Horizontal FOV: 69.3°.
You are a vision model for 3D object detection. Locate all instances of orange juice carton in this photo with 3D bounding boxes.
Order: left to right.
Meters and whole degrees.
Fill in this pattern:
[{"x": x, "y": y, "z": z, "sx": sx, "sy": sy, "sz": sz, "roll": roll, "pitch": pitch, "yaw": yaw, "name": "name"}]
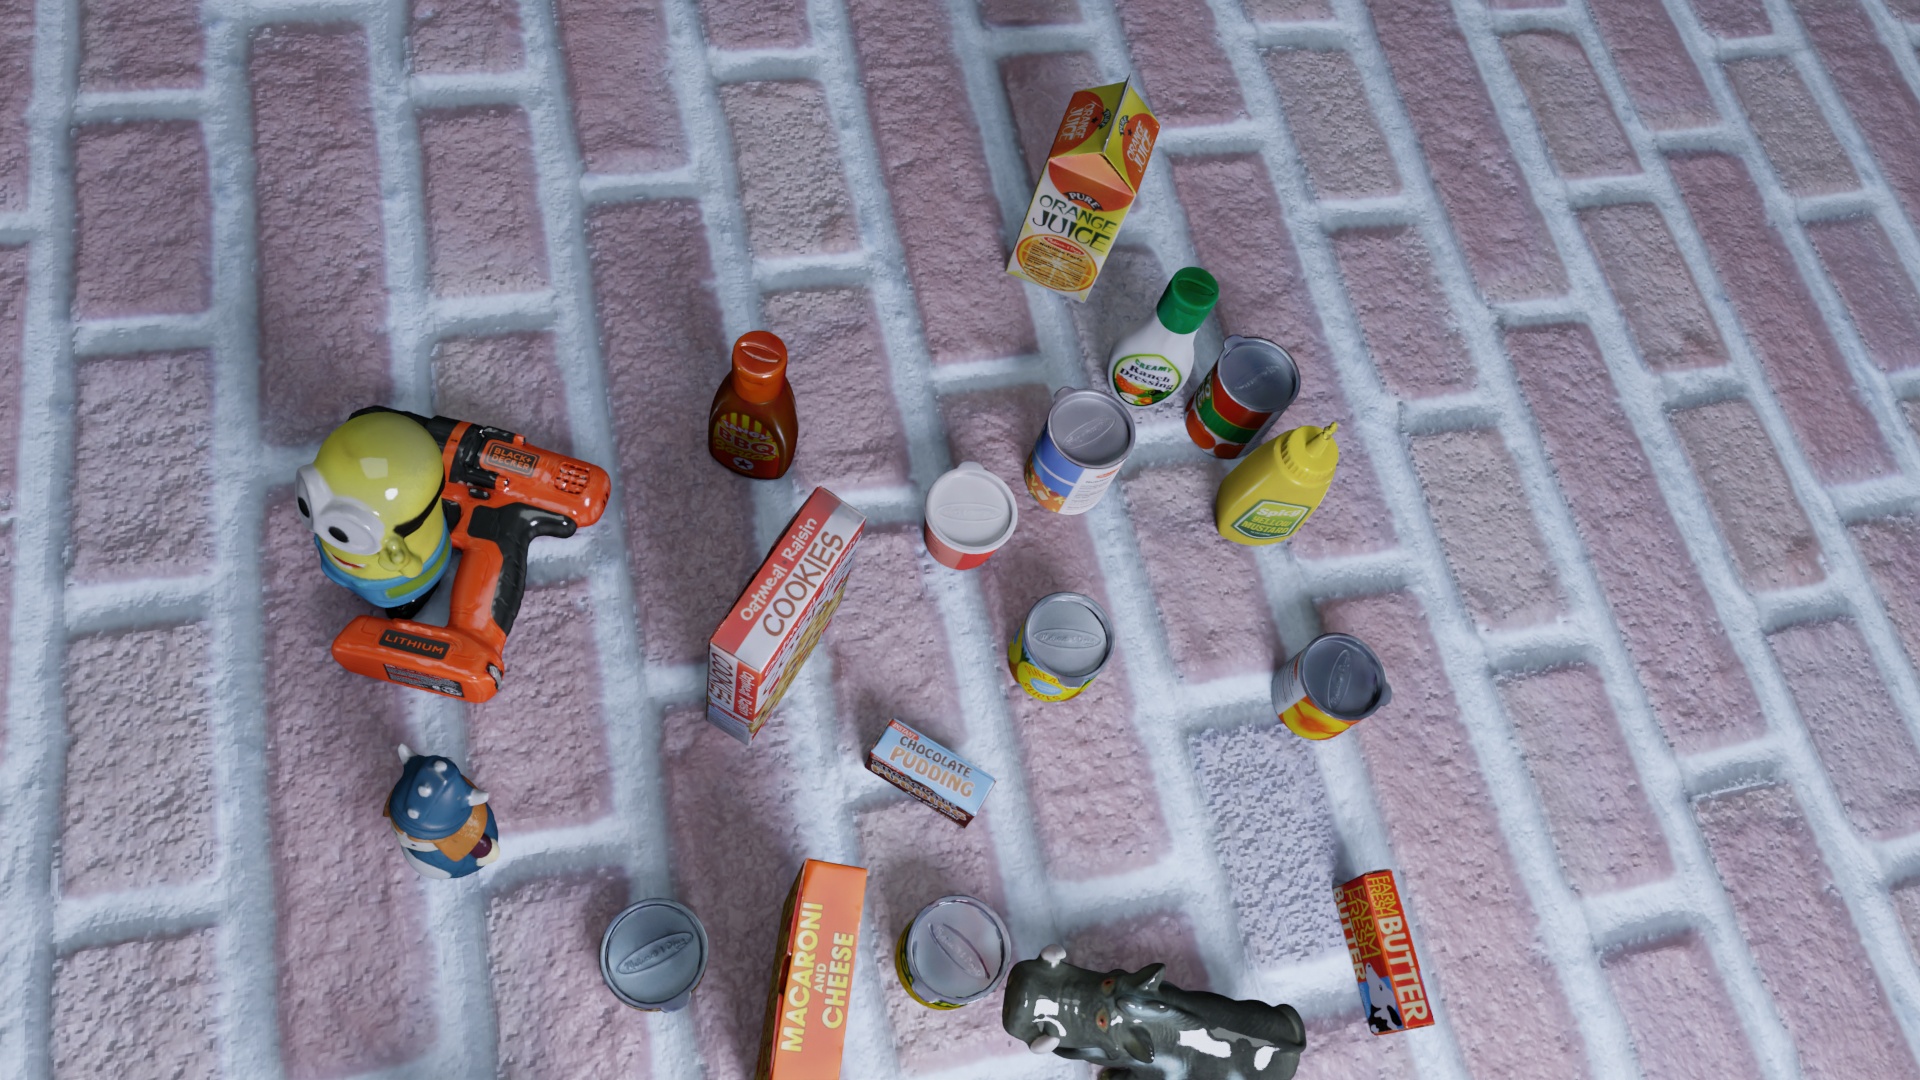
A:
[{"x": 0.097, "y": -0.274, "z": 1.077, "sx": 0.073, "sy": 0.191, "sz": 0.072, "roll": 22, "pitch": 65, "yaw": -1, "name": "orange juice carton"}]

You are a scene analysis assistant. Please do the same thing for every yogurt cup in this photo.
[{"x": 0.004, "y": -0.013, "z": 1.019, "sx": 0.072, "sy": 0.053, "sz": 0.072, "roll": 4, "pitch": 66, "yaw": -9, "name": "yogurt cup"}]

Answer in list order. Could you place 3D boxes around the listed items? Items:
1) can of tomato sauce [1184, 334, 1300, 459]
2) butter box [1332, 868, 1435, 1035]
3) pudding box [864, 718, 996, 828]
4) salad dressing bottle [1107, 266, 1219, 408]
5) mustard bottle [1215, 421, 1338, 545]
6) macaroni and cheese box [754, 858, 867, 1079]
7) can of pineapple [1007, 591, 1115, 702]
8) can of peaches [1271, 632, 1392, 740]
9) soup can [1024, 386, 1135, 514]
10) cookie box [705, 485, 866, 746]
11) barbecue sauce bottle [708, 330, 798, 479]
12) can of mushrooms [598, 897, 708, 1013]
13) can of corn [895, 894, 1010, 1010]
[{"x": 0.218, "y": -0.112, "z": 1.089, "sx": 0.071, "sy": 0.082, "sz": 0.071, "roll": 4, "pitch": 66, "yaw": -9, "name": "can of tomato sauce"}, {"x": 0.287, "y": 0.280, "z": 0.946, "sx": 0.024, "sy": 0.053, "sz": 0.104, "roll": -5, "pitch": 68, "yaw": -13, "name": "butter box"}, {"x": -0.021, "y": 0.158, "z": 0.941, "sx": 0.084, "sy": 0.049, "sz": 0.030, "roll": 31, "pitch": 65, "yaw": 3, "name": "pudding box"}, {"x": 0.155, "y": -0.154, "z": 1.060, "sx": 0.064, "sy": 0.147, "sz": 0.044, "roll": 19, "pitch": 65, "yaw": -3, "name": "salad dressing bottle"}, {"x": 0.238, "y": -0.045, "z": 1.021, "sx": 0.065, "sy": 0.159, "sz": 0.049, "roll": 8, "pitch": 66, "yaw": -8, "name": "mustard bottle"}, {"x": -0.091, "y": 0.265, "z": 0.816, "sx": 0.040, "sy": 0.165, "sz": 0.124, "roll": 10, "pitch": 65, "yaw": -7, "name": "macaroni and cheese box"}, {"x": 0.070, "y": 0.078, "z": 0.990, "sx": 0.071, "sy": 0.057, "sz": 0.071, "roll": 4, "pitch": 66, "yaw": -9, "name": "can of pineapple"}, {"x": 0.270, "y": 0.109, "z": 1.016, "sx": 0.071, "sy": 0.057, "sz": 0.071, "roll": 4, "pitch": 66, "yaw": -9, "name": "can of peaches"}, {"x": 0.087, "y": -0.067, "z": 1.043, "sx": 0.071, "sy": 0.083, "sz": 0.071, "roll": 4, "pitch": 66, "yaw": -9, "name": "soup can"}, {"x": -0.117, "y": 0.053, "z": 0.904, "sx": 0.040, "sy": 0.166, "sz": 0.123, "roll": 30, "pitch": 65, "yaw": 3, "name": "cookie box"}, {"x": -0.144, "y": -0.094, "z": 0.974, "sx": 0.065, "sy": 0.148, "sz": 0.044, "roll": 20, "pitch": 65, "yaw": -2, "name": "barbecue sauce bottle"}, {"x": -0.191, "y": 0.262, "z": 0.870, "sx": 0.071, "sy": 0.033, "sz": 0.071, "roll": 4, "pitch": 66, "yaw": -9, "name": "can of mushrooms"}, {"x": -0.008, "y": 0.267, "z": 0.891, "sx": 0.071, "sy": 0.058, "sz": 0.071, "roll": 4, "pitch": 66, "yaw": -9, "name": "can of corn"}]
